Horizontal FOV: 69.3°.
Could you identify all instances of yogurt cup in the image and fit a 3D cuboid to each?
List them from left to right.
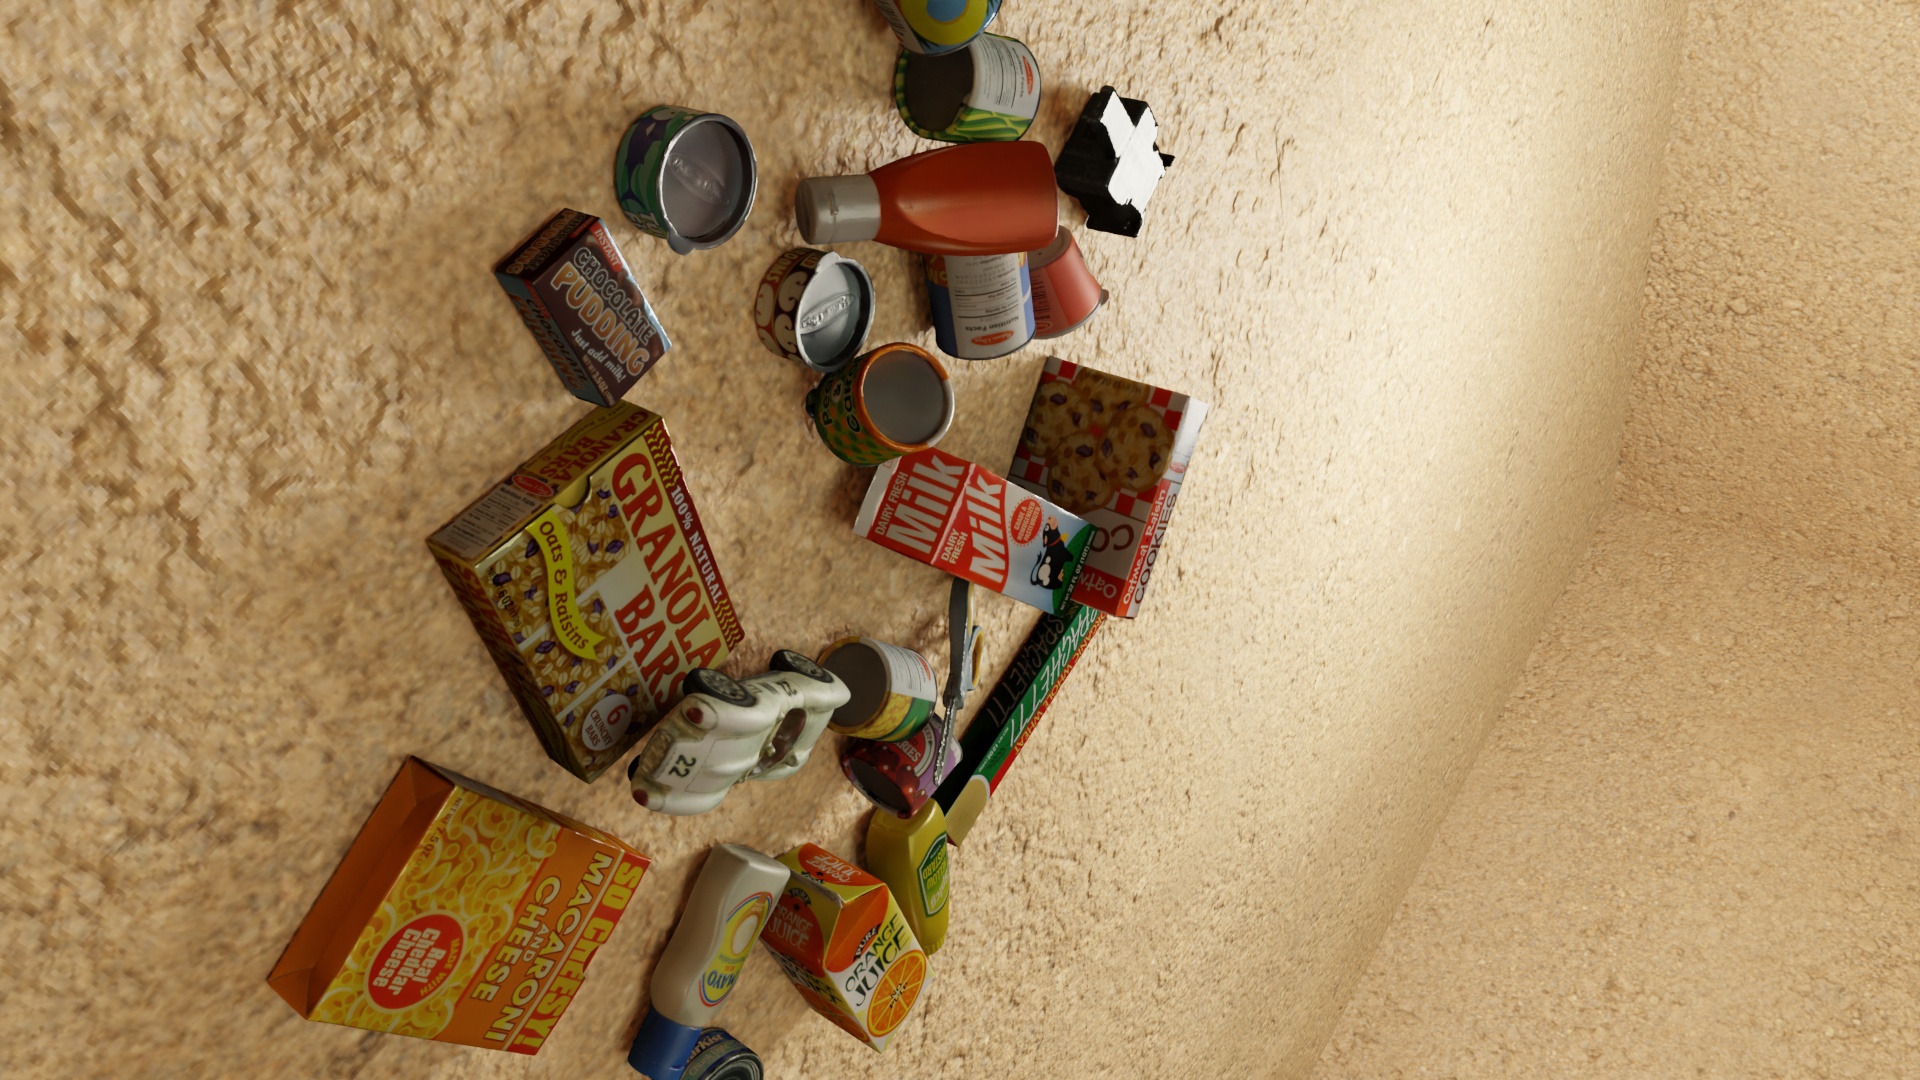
[{"bbox_3d":[0.058,-0.178,0.945,0.073,0.072,0.053,-51,136,-26],"label":"yogurt cup"}]

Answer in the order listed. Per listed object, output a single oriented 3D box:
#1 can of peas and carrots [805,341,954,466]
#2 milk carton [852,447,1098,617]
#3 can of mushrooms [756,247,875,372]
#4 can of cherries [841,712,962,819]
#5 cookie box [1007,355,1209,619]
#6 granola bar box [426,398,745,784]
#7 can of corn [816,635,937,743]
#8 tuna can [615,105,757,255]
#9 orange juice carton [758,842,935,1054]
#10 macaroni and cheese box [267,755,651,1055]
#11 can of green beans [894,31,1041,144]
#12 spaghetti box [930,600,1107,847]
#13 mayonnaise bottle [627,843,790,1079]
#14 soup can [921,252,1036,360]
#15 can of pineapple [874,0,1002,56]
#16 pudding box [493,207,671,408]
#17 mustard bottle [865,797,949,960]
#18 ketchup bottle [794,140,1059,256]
[{"bbox_3d":[-0.048,-0.081,0.825,0.071,0.058,0.071,4,82,-31],"label":"can of peas and carrots"},{"bbox_3d":[0.003,-0.012,0.935,0.190,0.073,0.072,23,88,-48],"label":"milk carton"},{"bbox_3d":[-0.082,-0.134,0.789,0.071,0.033,0.070,-33,134,-42],"label":"can of mushrooms"},{"bbox_3d":[-0.042,0.154,0.984,0.059,0.071,0.071,-47,142,-29],"label":"can of cherries"},{"bbox_3d":[0.098,-0.039,1.027,0.040,0.123,0.167,10,99,-57],"label":"cookie box"},{"bbox_3d":[-0.186,0.028,0.723,0.125,0.039,0.164,-46,142,-32],"label":"granola bar box"},{"bbox_3d":[-0.060,0.102,0.930,0.058,0.071,0.071,24,88,-57],"label":"can of corn"},{"bbox_3d":[-0.136,-0.177,0.684,0.071,0.033,0.070,-33,133,-43],"label":"tuna can"},{"bbox_3d":[-0.087,0.282,0.987,0.073,0.072,0.191,-51,144,-27],"label":"orange juice carton"},{"bbox_3d":[-0.250,0.196,0.723,0.124,0.040,0.166,-61,147,-11],"label":"macaroni and cheese box"},{"bbox_3d":[0.004,-0.264,0.808,0.058,0.071,0.071,-9,116,-49],"label":"can of green beans"},{"bbox_3d":[0.047,0.134,1.142,0.251,0.029,0.050,-55,146,-21],"label":"spaghetti box"},{"bbox_3d":[-0.165,0.271,0.893,0.148,0.041,0.064,-65,150,-7],"label":"mayonnaise bottle"},{"bbox_3d":[0.010,-0.168,0.880,0.072,0.071,0.083,-43,139,-35],"label":"soup can"},{"bbox_3d":[-0.016,-0.309,0.753,0.071,0.071,0.057,-61,147,-11],"label":"can of pineapple"},{"bbox_3d":[-0.178,-0.110,0.663,0.050,0.030,0.083,-52,145,-26],"label":"pudding box"},{"bbox_3d":[-0.035,0.270,1.066,0.066,0.049,0.159,-45,137,-49],"label":"mustard bottle"},{"bbox_3d":[-0.018,-0.192,0.789,0.149,0.043,0.064,-10,94,-24],"label":"ketchup bottle"}]
